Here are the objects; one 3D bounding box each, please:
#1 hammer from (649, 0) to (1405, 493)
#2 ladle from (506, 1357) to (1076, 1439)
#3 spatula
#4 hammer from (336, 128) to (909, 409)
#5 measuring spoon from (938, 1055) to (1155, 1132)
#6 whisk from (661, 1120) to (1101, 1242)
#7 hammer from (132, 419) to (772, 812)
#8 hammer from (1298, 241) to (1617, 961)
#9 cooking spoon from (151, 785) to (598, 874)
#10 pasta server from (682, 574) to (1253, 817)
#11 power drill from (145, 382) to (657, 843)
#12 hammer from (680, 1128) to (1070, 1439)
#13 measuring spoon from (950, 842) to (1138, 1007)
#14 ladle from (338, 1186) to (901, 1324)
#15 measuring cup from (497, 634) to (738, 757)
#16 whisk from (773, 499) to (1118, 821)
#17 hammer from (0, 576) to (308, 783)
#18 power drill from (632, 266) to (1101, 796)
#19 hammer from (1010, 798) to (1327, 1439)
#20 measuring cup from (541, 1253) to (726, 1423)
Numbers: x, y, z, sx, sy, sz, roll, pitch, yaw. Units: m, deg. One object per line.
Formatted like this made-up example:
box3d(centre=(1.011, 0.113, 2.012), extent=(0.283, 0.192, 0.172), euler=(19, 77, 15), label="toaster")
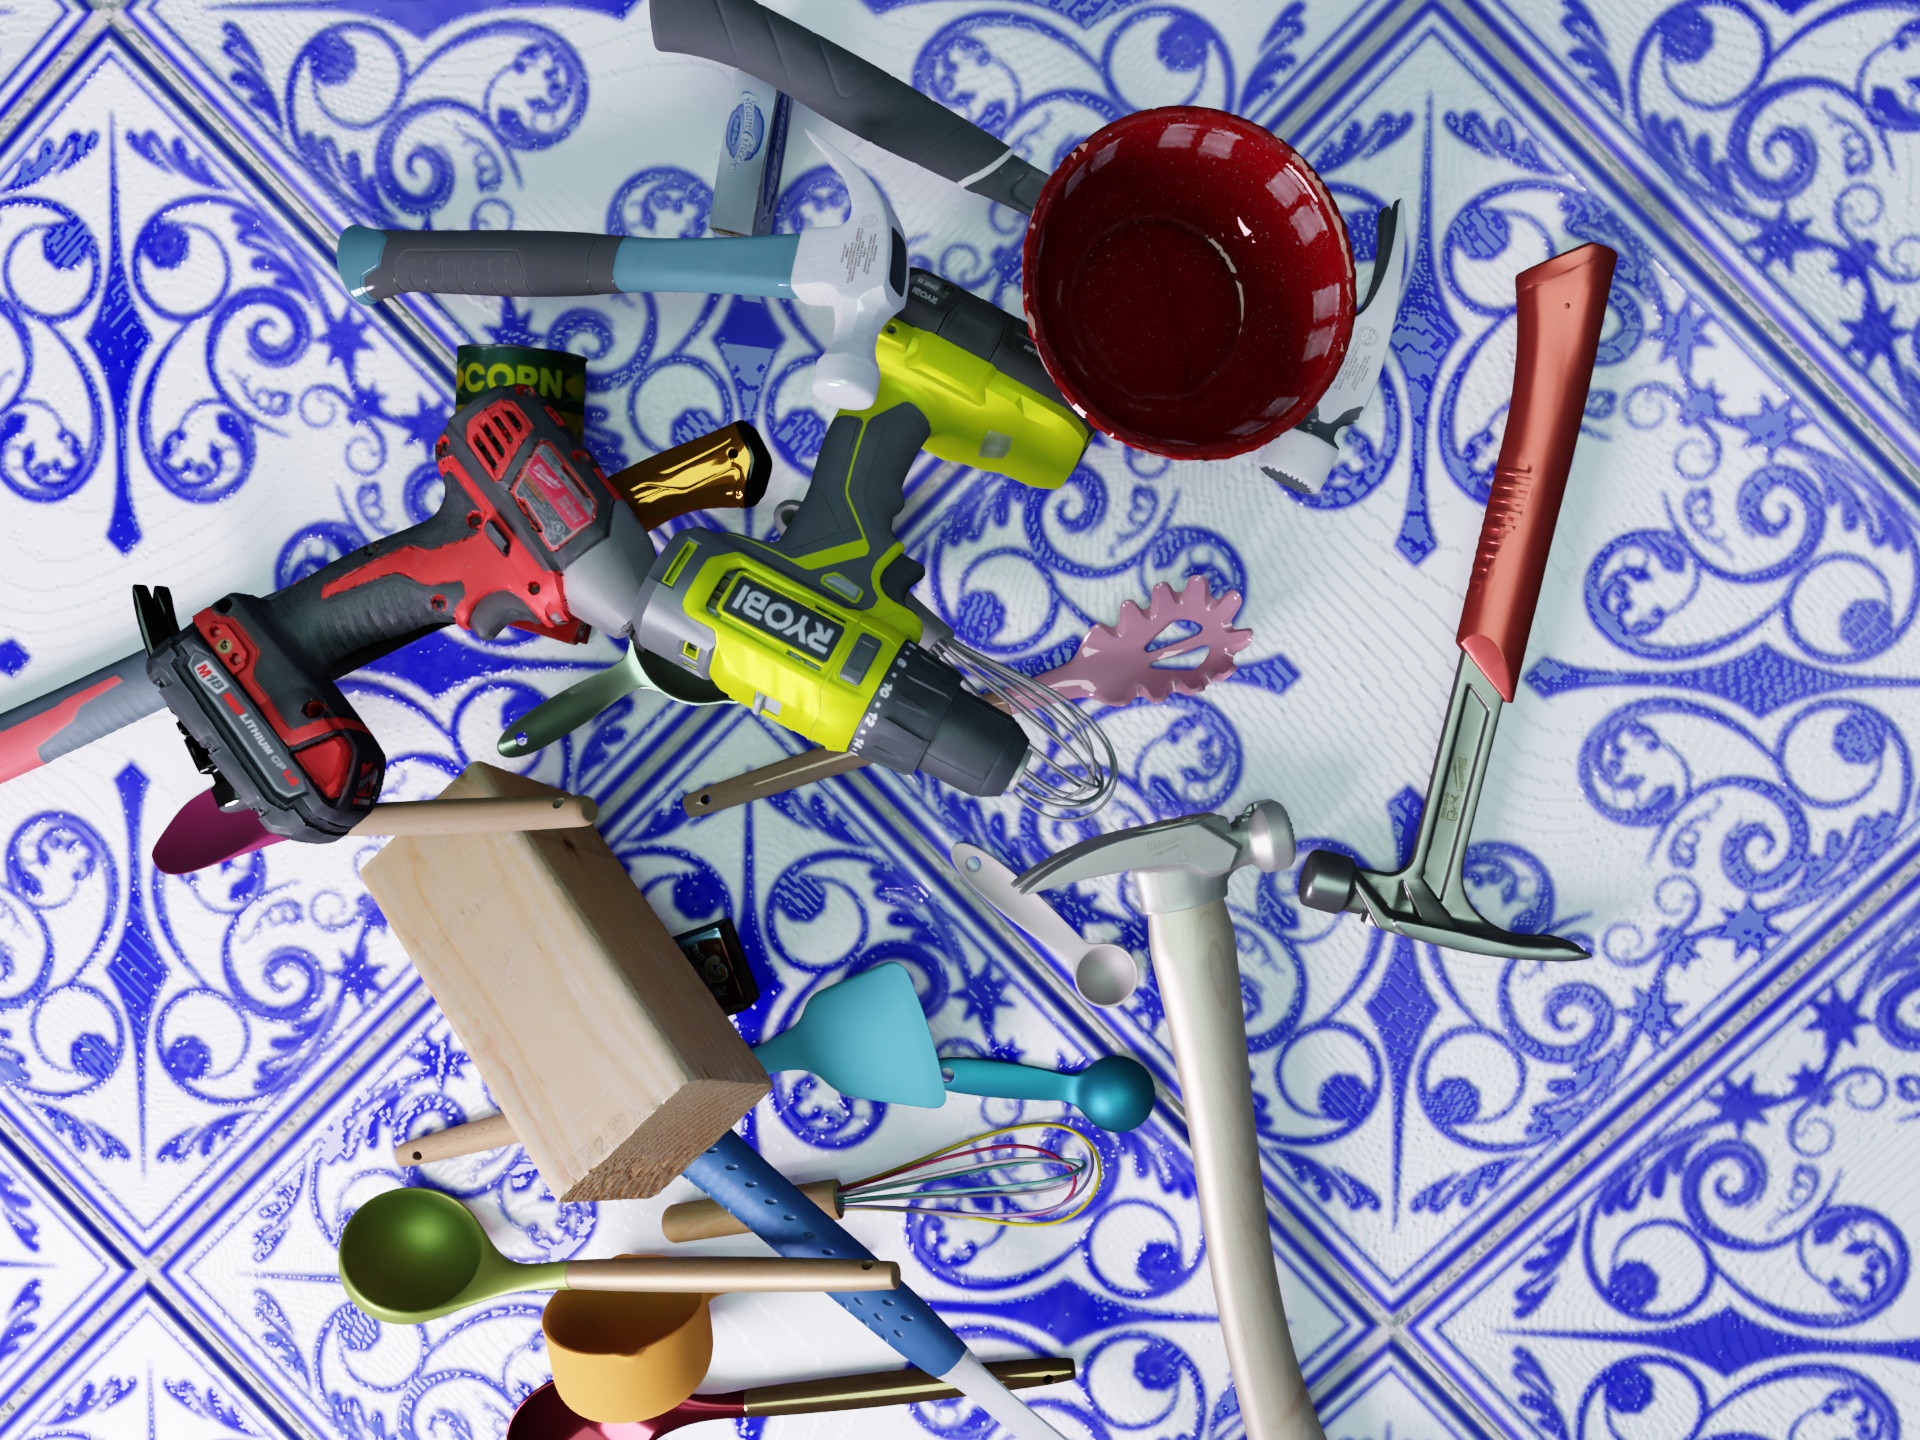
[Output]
box3d(centre=(0.034, -0.269, 0.787), extent=(0.409, 0.036, 0.149), euler=(26, 94, -7), label="hammer")
box3d(centre=(-0.093, 0.375, 0.880), extent=(0.315, 0.031, 0.069), euler=(-7, 109, 3), label="ladle")
box3d(centre=(-0.165, 0.203, 0.865), extent=(0.317, 0.044, 0.082), euler=(-16, 97, 7), label="spatula")
box3d(centre=(-0.177, -0.224, 0.784), extent=(0.331, 0.033, 0.128), euler=(8, 79, 24), label="hammer")
box3d(centre=(0.041, 0.199, 0.857), extent=(0.128, 0.021, 0.042), euler=(6, 95, 2), label="measuring spoon")
box3d(centre=(-0.044, 0.260, 0.861), extent=(0.245, 0.051, 0.047), euler=(-11, 99, 8), label="whisk")
box3d(centre=(-0.256, -0.077, 0.821), extent=(0.337, 0.034, 0.127), euler=(-25, 90, 3), label="hammer")
box3d(centre=(0.285, -0.059, 0.812), extent=(0.149, 0.037, 0.359), euler=(12, 96, 4), label="hammer")
box3d(centre=(-0.305, 0.051, 0.806), extent=(0.319, 0.069, 0.017), euler=(-4, 138, 31), label="cooking spoon")
box3d(centre=(-0.001, -0.003, 0.839), extent=(0.316, 0.040, 0.060), euler=(-18, 81, 7), label="pasta server")
box3d(centre=(-0.251, -0.045, 0.758), extent=(0.219, 0.078, 0.143), euler=(-38, 90, -8), label="power drill")
box3d(centre=(0.007, 0.339, 0.832), extent=(0.405, 0.035, 0.144), euler=(41, 116, -2), label="hammer")
box3d(centre=(0.044, 0.107, 0.858), extent=(0.124, 0.018, 0.034), euler=(40, 92, 8), label="measuring spoon")
box3d(centre=(-0.183, 0.279, 0.825), extent=(0.320, 0.078, 0.062), euler=(-7, 118, 20), label="ladle")
box3d(centre=(-0.173, -0.025, 0.852), extent=(0.167, 0.038, 0.083), euler=(-29, 92, 8), label="measuring cup")
box3d(centre=(-0.014, -0.036, 0.813), extent=(0.239, 0.055, 0.055), euler=(43, 97, 18), label="whisk")
box3d(centre=(-0.527, -0.003, 0.881), extent=(0.386, 0.038, 0.143), euler=(-24, 91, 6), label="hammer")
box3d(centre=(-0.021, -0.087, 0.764), extent=(0.190, 0.080, 0.229), euler=(28, 68, -1), label="power drill")
box3d(centre=(0.135, 0.255, 0.837), extent=(0.146, 0.038, 0.410), euler=(-12, 95, -8), label="hammer")
box3d(centre=(-0.136, 0.329, 0.863), extent=(0.173, 0.095, 0.052), euler=(-7, 105, -14), label="measuring cup")
